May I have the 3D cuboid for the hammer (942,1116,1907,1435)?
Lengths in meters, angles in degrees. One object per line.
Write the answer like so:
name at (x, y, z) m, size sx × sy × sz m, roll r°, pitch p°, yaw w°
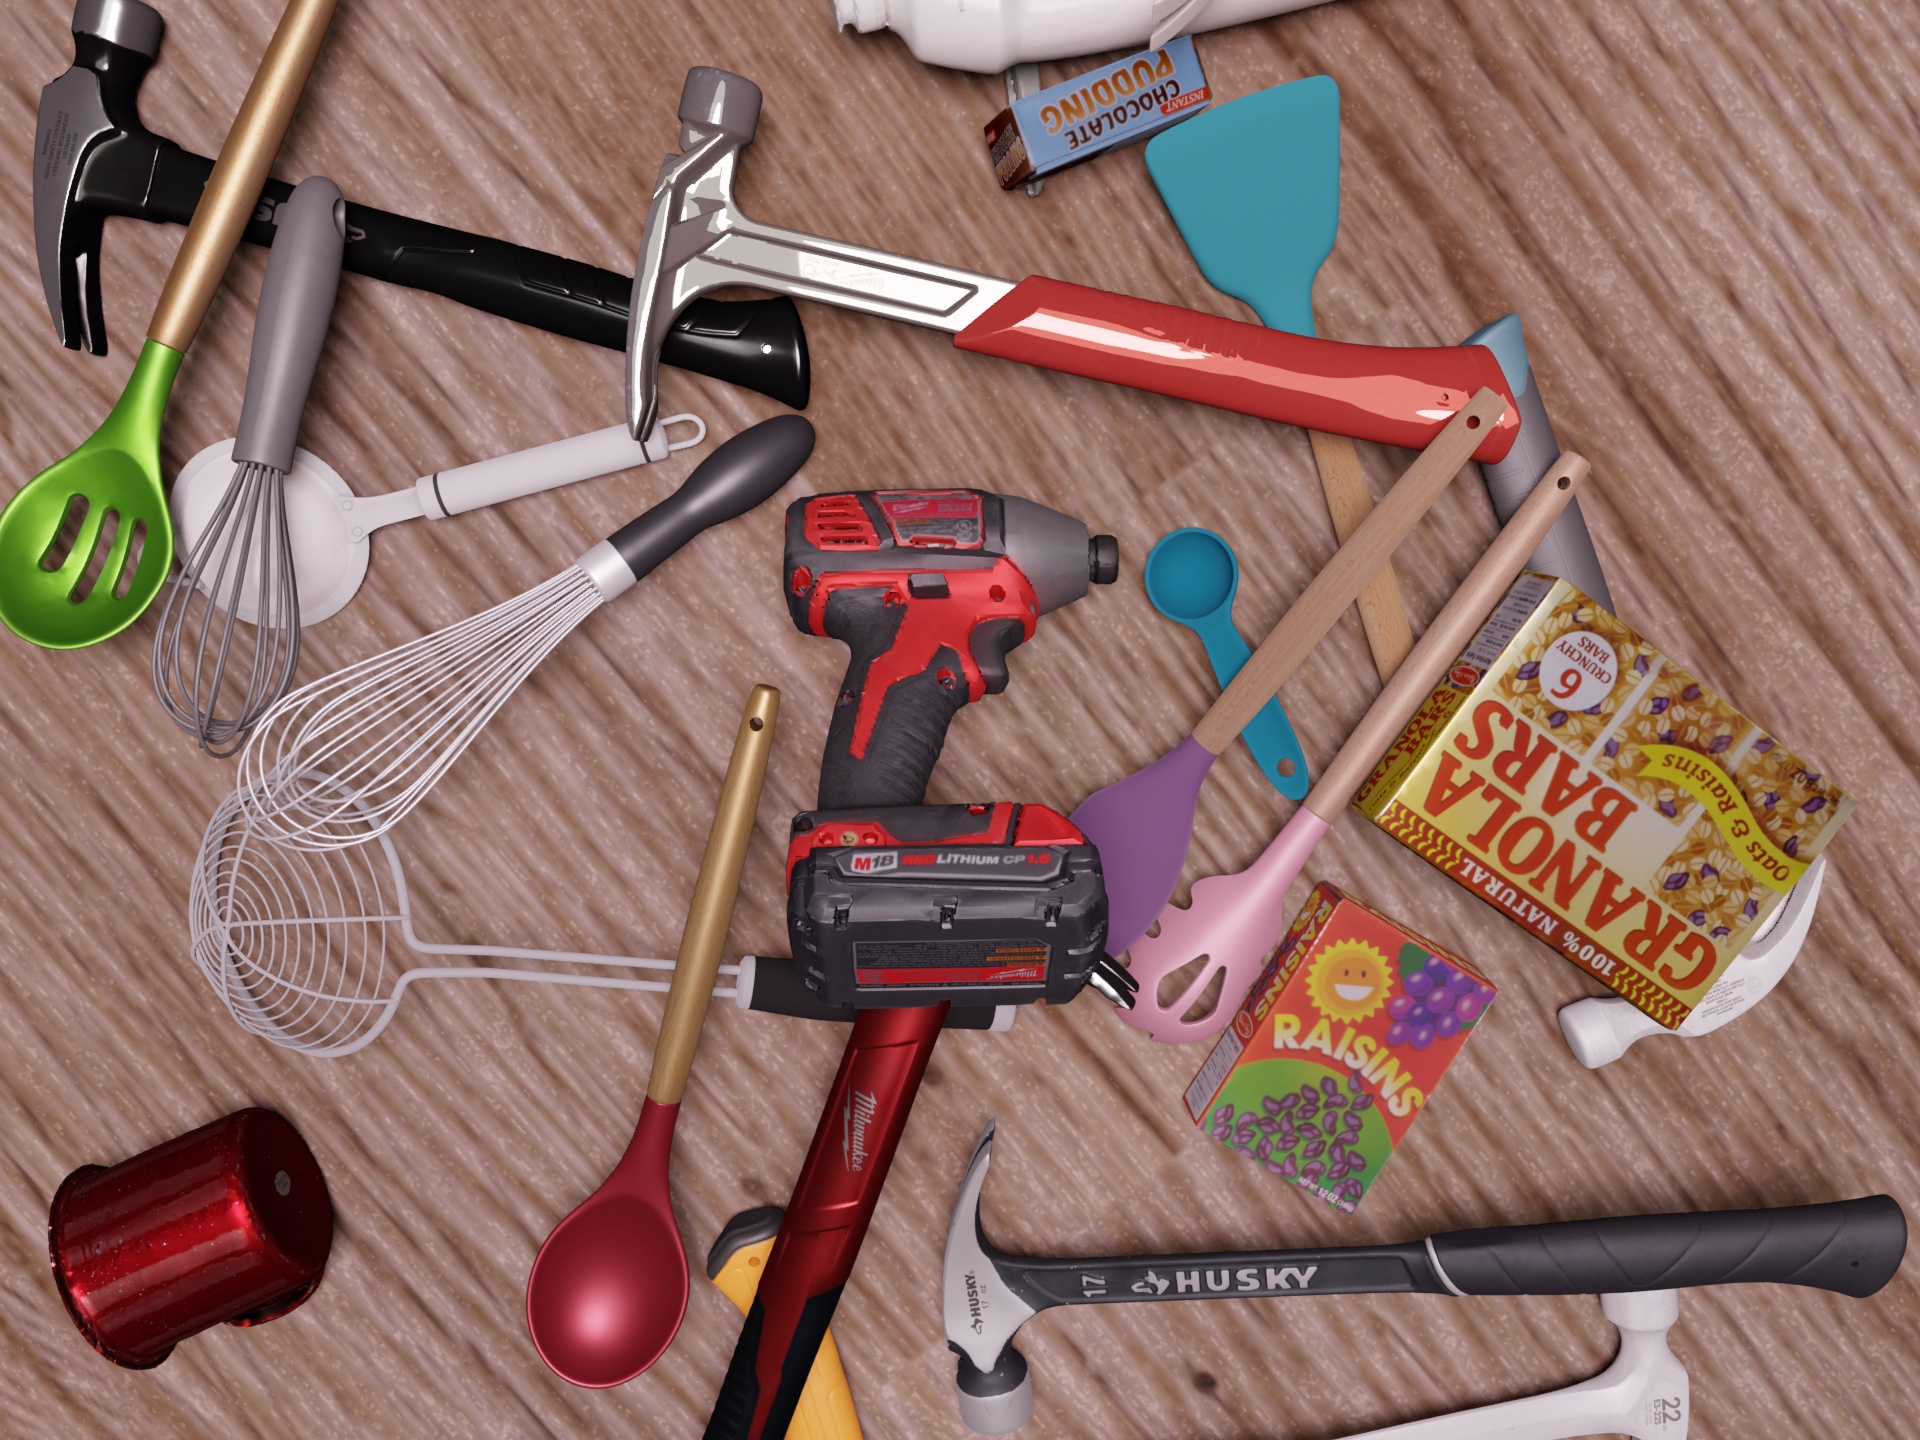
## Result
hammer at (0.191, 0.234, 0.694) m, size 0.409 × 0.036 × 0.149 m, roll -6°, pitch 107°, yaw 8°

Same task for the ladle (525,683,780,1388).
ladle at (-0.120, 0.135, 0.670) m, size 0.069 × 0.031 × 0.315 m, roll 15°, pitch 101°, yaw -3°

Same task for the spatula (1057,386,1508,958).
spatula at (0.121, -0.008, 0.674) m, size 0.060 × 0.018 × 0.316 m, roll 39°, pitch 110°, yaw 7°

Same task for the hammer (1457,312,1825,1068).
hammer at (0.282, -0.016, 0.705) m, size 0.128 × 0.033 × 0.331 m, roll -22°, pitch 96°, yaw 3°

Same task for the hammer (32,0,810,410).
hammer at (-0.225, -0.191, 0.677) m, size 0.334 × 0.035 × 0.146 m, roll 16°, pitch 96°, yaw -3°

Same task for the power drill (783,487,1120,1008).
power drill at (-0.001, -0.002, 0.634) m, size 0.143 × 0.078 × 0.220 m, roll -1°, pitch 55°, yaw -2°

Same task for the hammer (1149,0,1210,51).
hammer at (-0.063, -0.398, 0.611) m, size 0.411 × 0.038 × 0.146 m, roll 27°, pitch 85°, yaw 8°

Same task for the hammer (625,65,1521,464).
hammer at (0.047, -0.149, 0.649) m, size 0.359 × 0.037 × 0.149 m, roll 13°, pitch 99°, yaw -2°

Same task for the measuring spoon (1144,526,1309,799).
measuring spoon at (0.122, -0.025, 0.695) m, size 0.042 × 0.021 × 0.129 m, roll -28°, pitch 82°, yaw 24°

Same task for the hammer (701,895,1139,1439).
hammer at (-0.054, 0.248, 0.684) m, size 0.143 × 0.038 × 0.386 m, roll 22°, pitch 102°, yaw 8°

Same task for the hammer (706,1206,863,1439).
hammer at (-0.041, 0.385, 0.747) m, size 0.127 × 0.034 × 0.337 m, roll -17°, pitch 97°, yaw 2°

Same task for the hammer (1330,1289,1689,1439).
hammer at (0.140, 0.351, 0.726) m, size 0.405 × 0.035 × 0.144 m, roll -9°, pitch 97°, yaw -6°

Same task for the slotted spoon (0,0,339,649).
slotted spoon at (-0.310, -0.175, 0.646) m, size 0.070 × 0.031 × 0.314 m, roll 24°, pitch 93°, yaw -4°

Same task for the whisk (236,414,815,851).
whisk at (-0.174, -0.044, 0.663) m, size 0.284 × 0.070 × 0.070 m, roll -39°, pitch 96°, yaw -14°

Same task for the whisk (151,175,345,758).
whisk at (-0.279, -0.103, 0.640) m, size 0.055 × 0.055 × 0.239 m, roll 10°, pitch 87°, yaw -2°

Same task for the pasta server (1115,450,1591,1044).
pasta server at (0.170, 0.017, 0.695) m, size 0.060 × 0.040 × 0.316 m, roll 34°, pitch 98°, yaw -5°

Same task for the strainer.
strainer at (-0.236, -0.095, 0.687) m, size 0.258 × 0.050 × 0.086 m, roll -15°, pitch 112°, yaw -2°

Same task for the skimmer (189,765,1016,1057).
skimmer at (-0.158, 0.100, 0.715) m, size 0.363 × 0.090 × 0.127 m, roll 7°, pitch 101°, yaw -12°

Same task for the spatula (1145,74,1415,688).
spatula at (0.165, -0.107, 0.688) m, size 0.082 × 0.044 × 0.317 m, roll -19°, pitch 98°, yaw 5°
